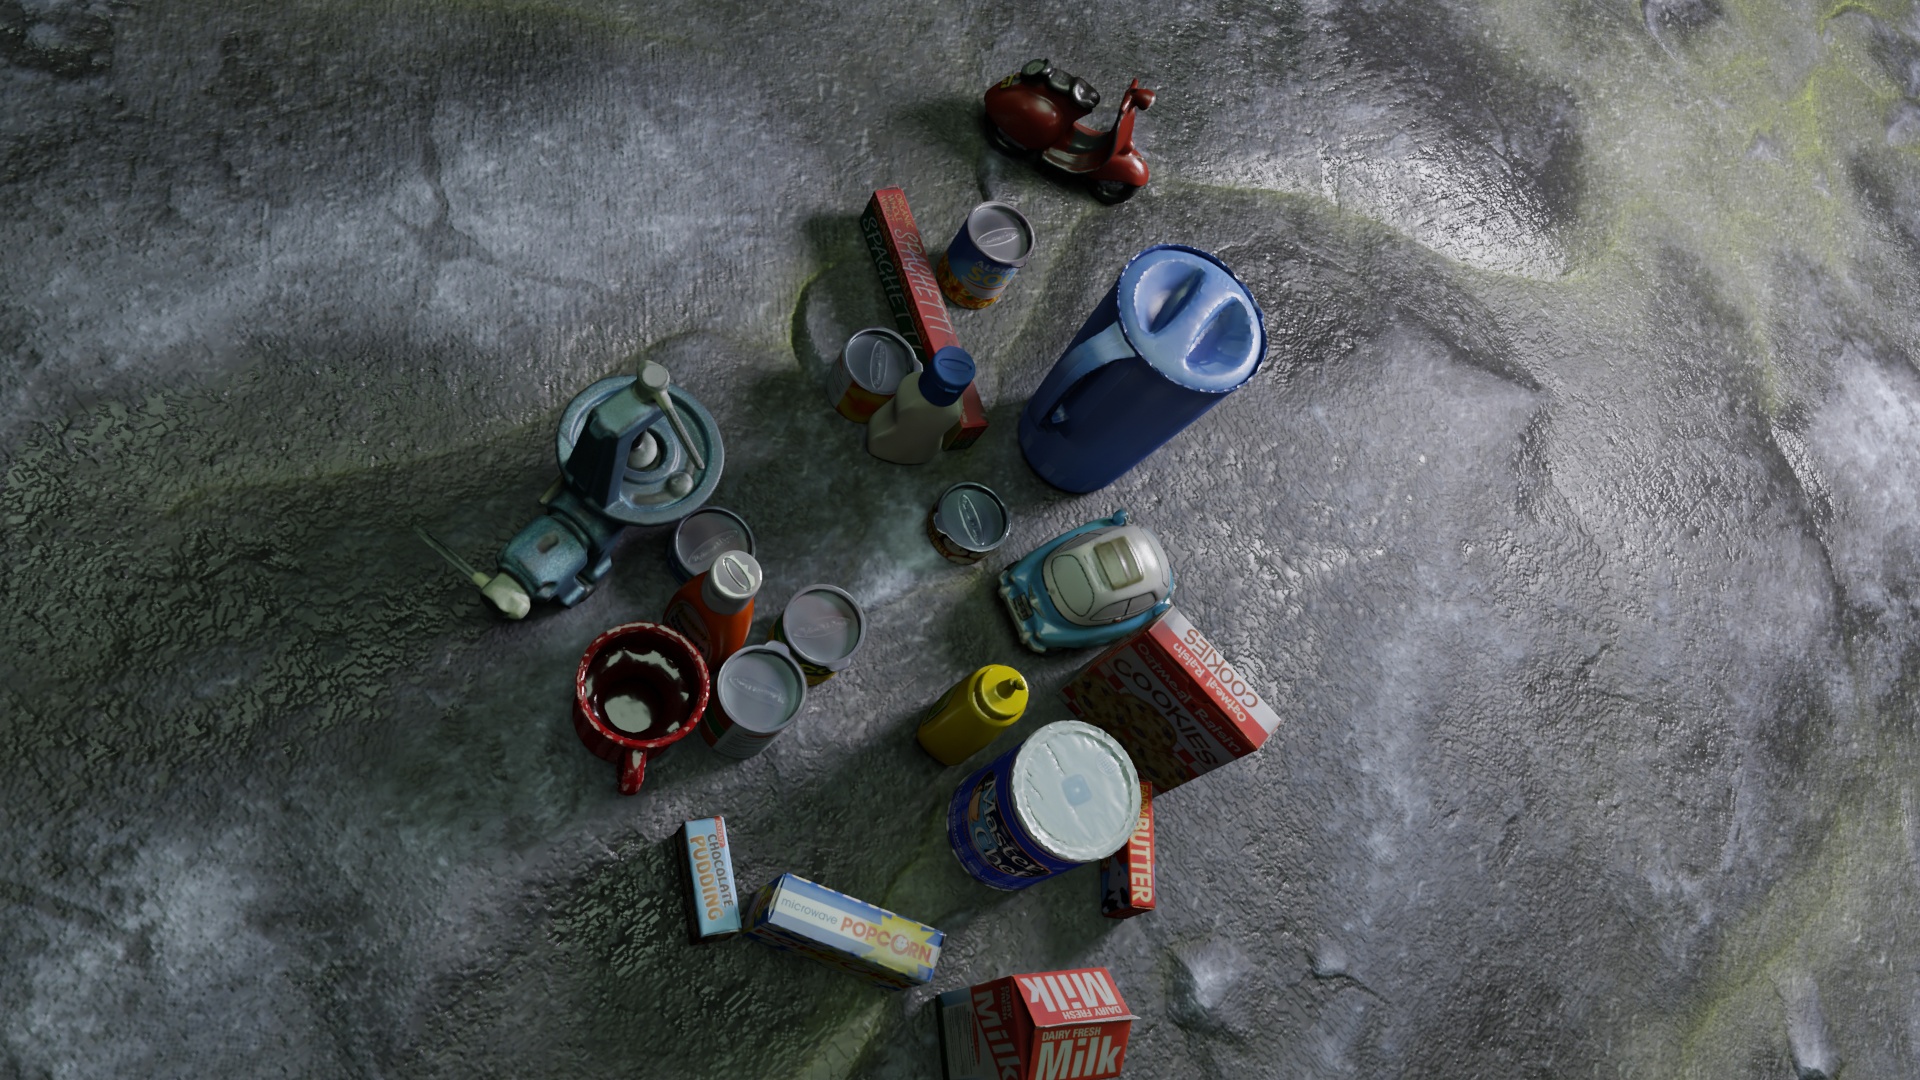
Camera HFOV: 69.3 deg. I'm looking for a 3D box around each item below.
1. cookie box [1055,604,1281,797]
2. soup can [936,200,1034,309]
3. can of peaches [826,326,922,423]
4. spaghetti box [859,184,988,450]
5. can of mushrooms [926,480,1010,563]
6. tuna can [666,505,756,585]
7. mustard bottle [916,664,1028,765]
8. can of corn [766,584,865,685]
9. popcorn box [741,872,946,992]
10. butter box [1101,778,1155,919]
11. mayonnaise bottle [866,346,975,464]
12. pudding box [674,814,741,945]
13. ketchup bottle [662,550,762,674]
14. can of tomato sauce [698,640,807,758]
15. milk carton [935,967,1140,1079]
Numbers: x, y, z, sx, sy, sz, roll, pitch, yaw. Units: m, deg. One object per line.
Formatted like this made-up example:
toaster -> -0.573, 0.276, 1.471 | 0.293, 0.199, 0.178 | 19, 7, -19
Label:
cookie box -> 0.162, 0.133, 1.115 | 0.123, 0.166, 0.040 | 47, 59, 2
soup can -> 0.023, -0.259, 1.281 | 0.071, 0.083, 0.071 | 9, 65, -19
can of peaches -> -0.075, -0.142, 1.203 | 0.071, 0.057, 0.071 | 9, 65, -19
spaghetti box -> -0.035, -0.202, 1.251 | 0.029, 0.050, 0.250 | -12, 73, -26
can of mushrooms -> 0.004, -0.015, 1.194 | 0.071, 0.033, 0.071 | 9, 65, -19
tuna can -> -0.196, 0.010, 1.101 | 0.071, 0.032, 0.071 | 9, 65, -19
mustard bottle -> 0.016, 0.127, 1.062 | 0.049, 0.159, 0.065 | 40, 59, -2
can of corn -> -0.113, 0.077, 1.090 | 0.071, 0.058, 0.071 | 9, 65, -19
popcorn box -> -0.085, 0.282, 0.995 | 0.127, 0.085, 0.038 | 24, 61, -11
butter box -> 0.134, 0.248, 1.119 | 0.024, 0.053, 0.104 | 10, 64, -18
mayonnaise bottle -> -0.030, -0.111, 1.156 | 0.065, 0.147, 0.041 | 8, 65, -19
pudding box -> -0.181, 0.243, 0.993 | 0.030, 0.049, 0.084 | -4, 69, -24
ketchup bottle -> -0.180, 0.050, 1.022 | 0.044, 0.148, 0.065 | -35, 84, -30
can of tomato sauce -> -0.157, 0.120, 1.039 | 0.071, 0.082, 0.071 | 9, 65, -19
milk carton -> 0.051, 0.341, 0.964 | 0.072, 0.189, 0.073 | 2, 67, -22
